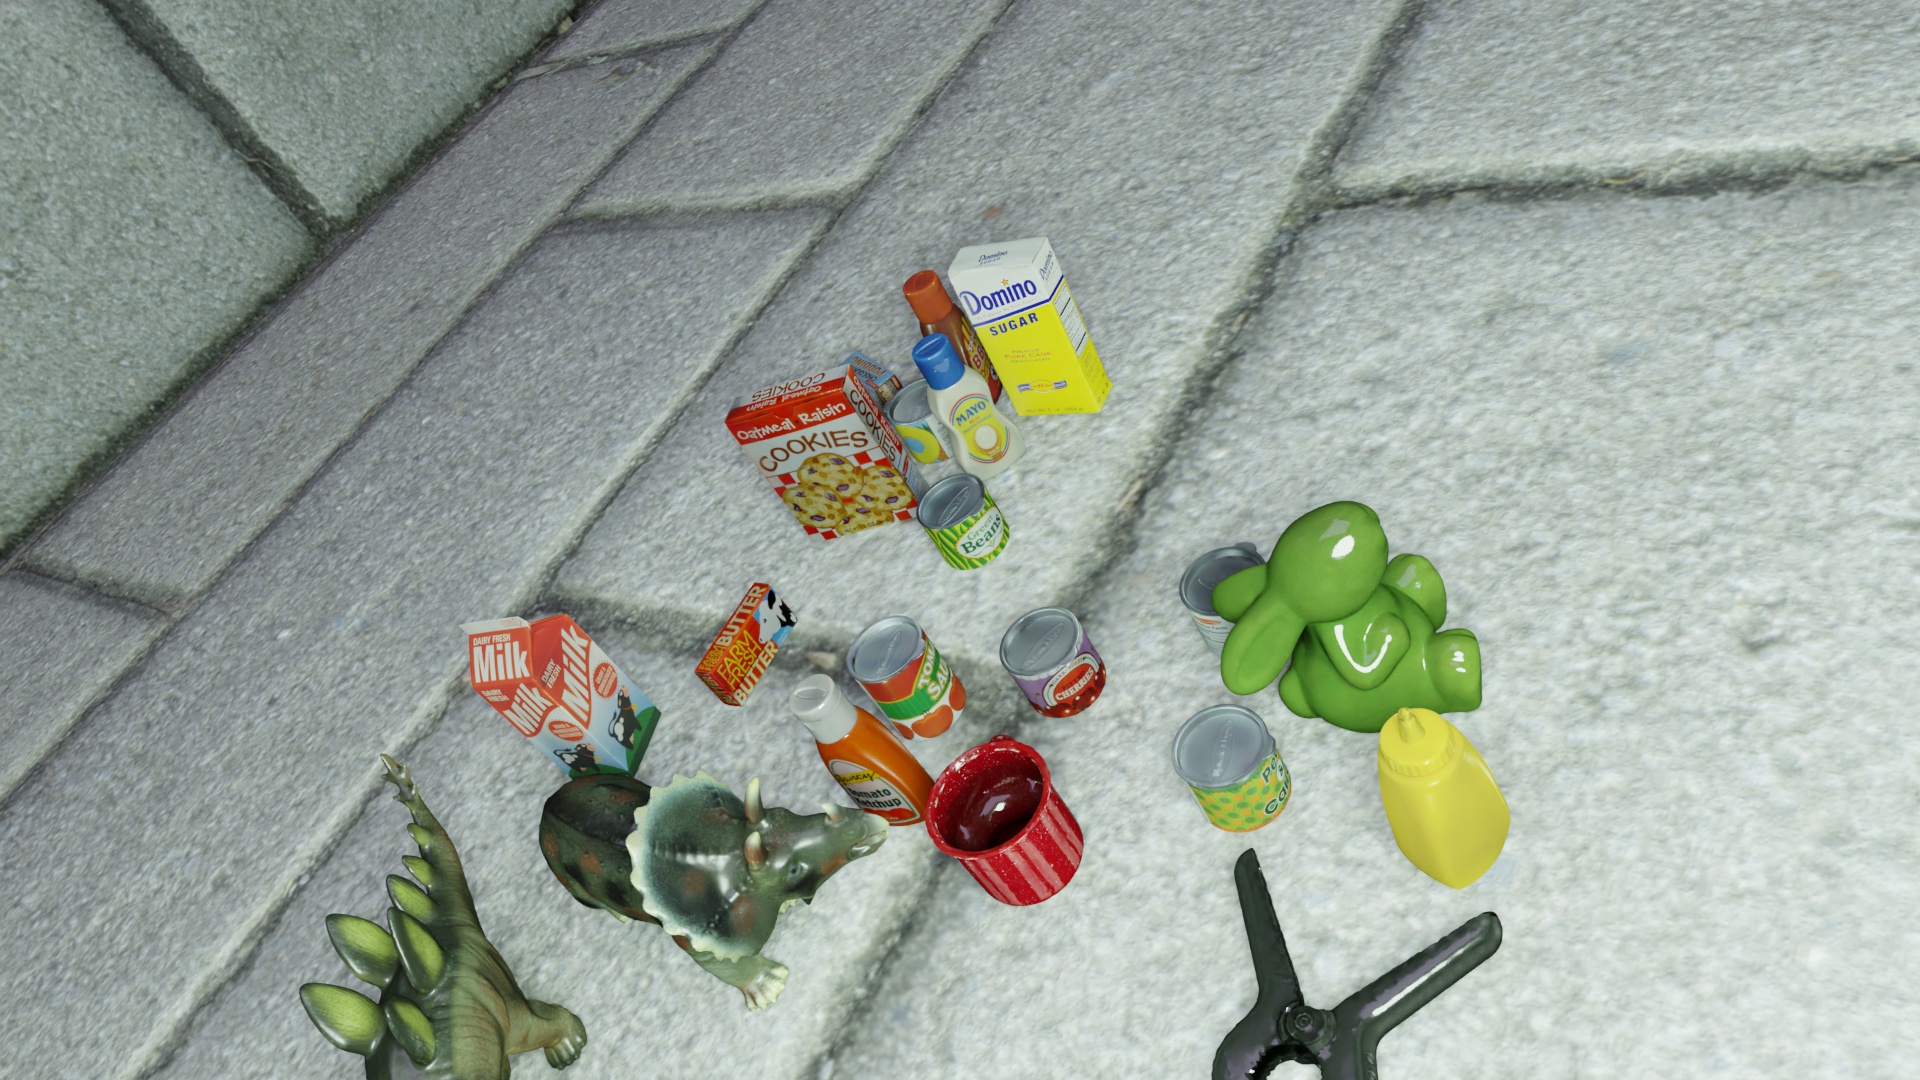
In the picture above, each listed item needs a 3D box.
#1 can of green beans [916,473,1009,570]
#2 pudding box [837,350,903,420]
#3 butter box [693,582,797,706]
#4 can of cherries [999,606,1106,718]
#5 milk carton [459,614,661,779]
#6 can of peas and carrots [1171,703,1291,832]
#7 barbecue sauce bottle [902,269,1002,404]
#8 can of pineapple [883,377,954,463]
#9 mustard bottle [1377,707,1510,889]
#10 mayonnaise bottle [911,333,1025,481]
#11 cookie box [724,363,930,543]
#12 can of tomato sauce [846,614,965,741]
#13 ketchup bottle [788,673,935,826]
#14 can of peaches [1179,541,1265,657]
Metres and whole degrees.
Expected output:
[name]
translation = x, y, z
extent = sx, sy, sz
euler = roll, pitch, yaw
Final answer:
[can of green beans]
translation = 0.003, -0.016, 1.225
extent = 0.071, 0.057, 0.071
euler = -19, 41, 17
[pudding box]
translation = -0.089, -0.160, 1.444
extent = 0.030, 0.049, 0.084
euler = -41, 40, -10
[butter box]
translation = -0.191, 0.093, 1.244
extent = 0.024, 0.053, 0.104
euler = 6, 52, 38
[can of cherries]
translation = 0.072, 0.095, 1.061
extent = 0.071, 0.058, 0.072
euler = -19, 41, 17
[milk carton]
translation = -0.350, 0.128, 1.205
extent = 0.072, 0.190, 0.074
euler = -9, 44, 27
[can of peas and carrots]
translation = 0.184, 0.152, 0.926
extent = 0.071, 0.058, 0.071
euler = -19, 41, 17
[barbecue sauce bottle]
translation = -0.008, -0.194, 1.347
extent = 0.043, 0.148, 0.065
euler = -14, 42, 22
[can of pineapple]
translation = -0.031, -0.117, 1.354
extent = 0.071, 0.057, 0.071
euler = -19, 41, 17
[mustard bottle]
translation = 0.273, 0.139, 0.800
extent = 0.065, 0.159, 0.049
euler = -44, 40, -13
[mayonnaise bottle]
translation = 0.004, -0.122, 1.264
extent = 0.065, 0.147, 0.041
euler = -34, 39, -1
[cookie box]
translation = -0.120, -0.076, 1.283
extent = 0.123, 0.166, 0.040
euler = -14, 42, 22
[can of tomato sauce]
translation = -0.040, 0.109, 1.102
extent = 0.071, 0.082, 0.071
euler = -19, 41, 17
[ketchup bottle]
translation = -0.074, 0.155, 1.025
extent = 0.064, 0.148, 0.044
euler = -6, 46, 30
[can of peaches]
translation = 0.204, 0.045, 1.025
extent = 0.071, 0.058, 0.071
euler = -19, 41, 17
